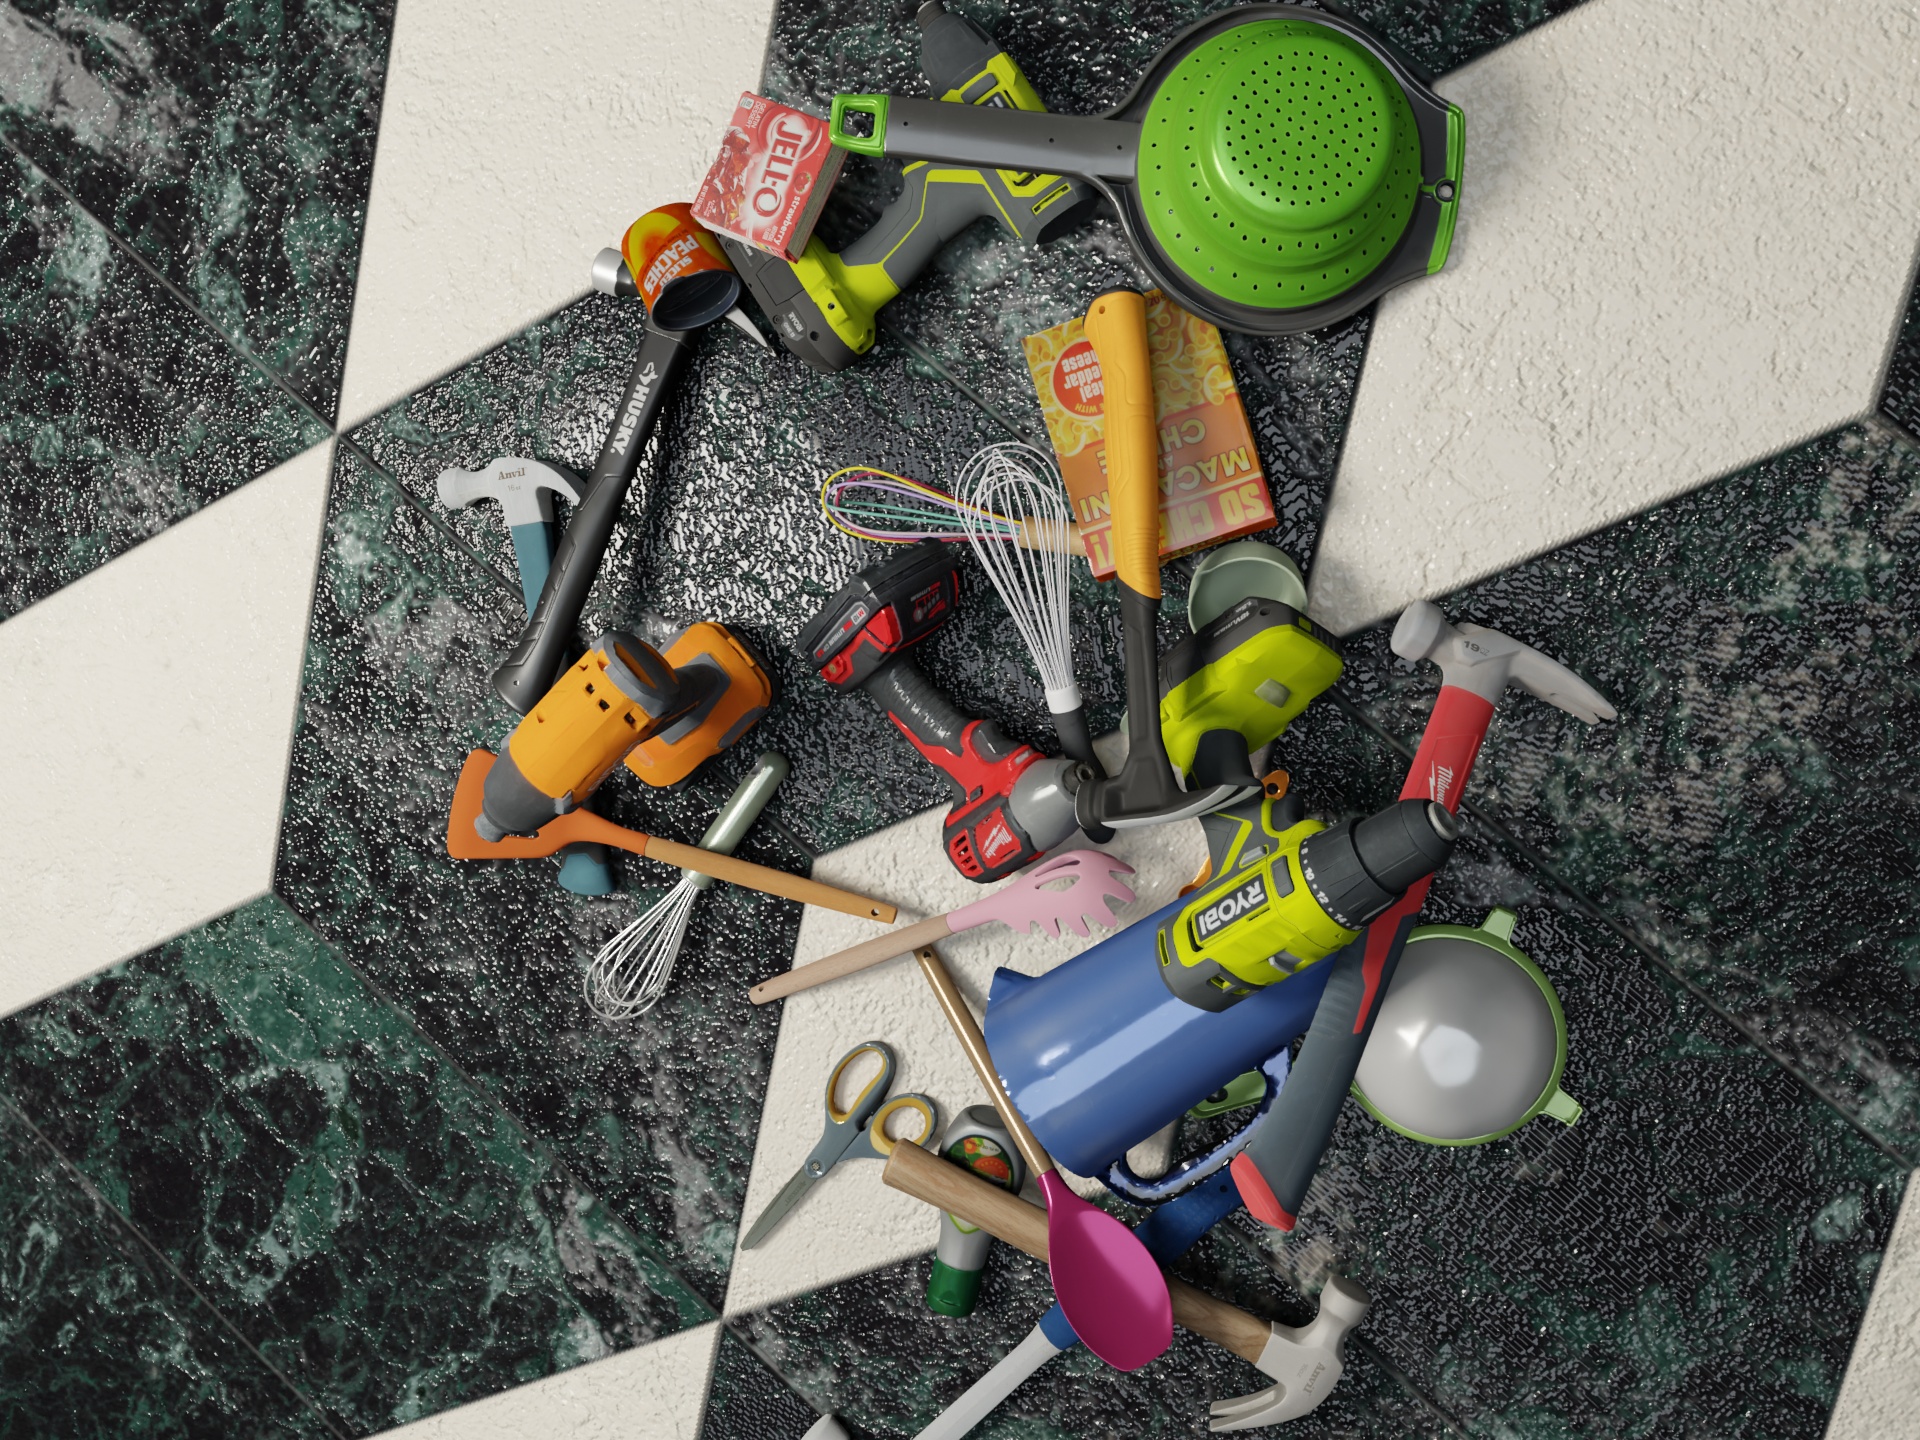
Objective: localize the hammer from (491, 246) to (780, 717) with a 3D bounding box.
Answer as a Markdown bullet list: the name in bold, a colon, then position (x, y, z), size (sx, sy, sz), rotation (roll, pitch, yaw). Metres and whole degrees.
- **hammer**: position (-0.246, -0.158, 1.123), size (0.146, 0.035, 0.335), rotation (22, 89, 10)

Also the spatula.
- **spatula**: position (-0.202, 0.097, 1.129), size (0.322, 0.041, 0.081), rotation (15, 94, 5)

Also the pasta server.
- **pasta server**: position (-0.022, 0.153, 1.109), size (0.316, 0.060, 0.040), rotation (-24, 130, 29)

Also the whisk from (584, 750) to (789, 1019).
- **whisk**: position (-0.199, 0.123, 1.173), size (0.059, 0.058, 0.246), rotation (30, 102, -25)

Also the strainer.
- **strainer**: position (0.267, 0.228, 1.042), size (0.256, 0.069, 0.151), rotation (-18, 91, 15)

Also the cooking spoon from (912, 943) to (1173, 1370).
- **cooking spoon**: position (0.046, 0.285, 1.081), size (0.069, 0.017, 0.319), rotation (-27, 67, -9)

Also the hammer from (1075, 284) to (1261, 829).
- **hammer**: position (0.112, -0.105, 0.970), size (0.127, 0.034, 0.337), rotation (-14, 76, 50)

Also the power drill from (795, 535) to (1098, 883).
- **power drill**: position (-0.002, -0.003, 1.061), size (0.220, 0.078, 0.143), rotation (55, 141, 2)

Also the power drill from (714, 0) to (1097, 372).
- **power drill**: position (-0.044, -0.353, 1.060), size (0.223, 0.080, 0.171), rotation (-33, 87, 12)

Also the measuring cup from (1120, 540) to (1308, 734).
- **measuring cup**: position (0.161, -0.052, 1.059), size (0.083, 0.038, 0.167), rotation (33, 124, -14)

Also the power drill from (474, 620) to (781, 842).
- **power drill**: position (-0.225, 0.009, 1.067), size (0.164, 0.226, 0.084), rotation (-43, 84, 15)

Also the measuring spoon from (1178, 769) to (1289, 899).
- **measuring spoon**: position (0.186, 0.081, 1.080), size (0.021, 0.011, 0.117), rotation (36, 100, 10)

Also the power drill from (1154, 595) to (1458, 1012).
- **power drill**: position (0.191, 0.040, 0.952), size (0.080, 0.229, 0.190), rotation (27, 130, -32)

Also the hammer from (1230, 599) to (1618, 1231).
- **hammer**: position (0.268, 0.123, 0.952), size (0.143, 0.038, 0.386), rotation (26, 75, -2)

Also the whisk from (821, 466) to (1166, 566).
- **whisk**: position (0.021, -0.135, 1.083), size (0.245, 0.051, 0.047), rotation (10, 93, 11)

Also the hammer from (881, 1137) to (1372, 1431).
- **hammer**: position (0.099, 0.374, 1.084), size (0.331, 0.031, 0.130), rotation (24, 102, 8)

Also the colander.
- **colander**: position (0.115, -0.351, 0.958), size (0.397, 0.094, 0.204), rotation (6, 93, 1)

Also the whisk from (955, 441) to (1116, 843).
- **whisk**: position (0.059, -0.045, 1.056), size (0.070, 0.070, 0.284), rotation (-11, 108, 16)

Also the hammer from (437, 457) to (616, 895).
- **hammer**: position (-0.303, -0.032, 1.186), size (0.128, 0.033, 0.331), rotation (-7, 94, 17)

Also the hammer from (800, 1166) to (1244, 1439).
- **hammer**: position (0.062, 0.452, 1.140), size (0.144, 0.035, 0.405), rotation (45, 105, 7)
